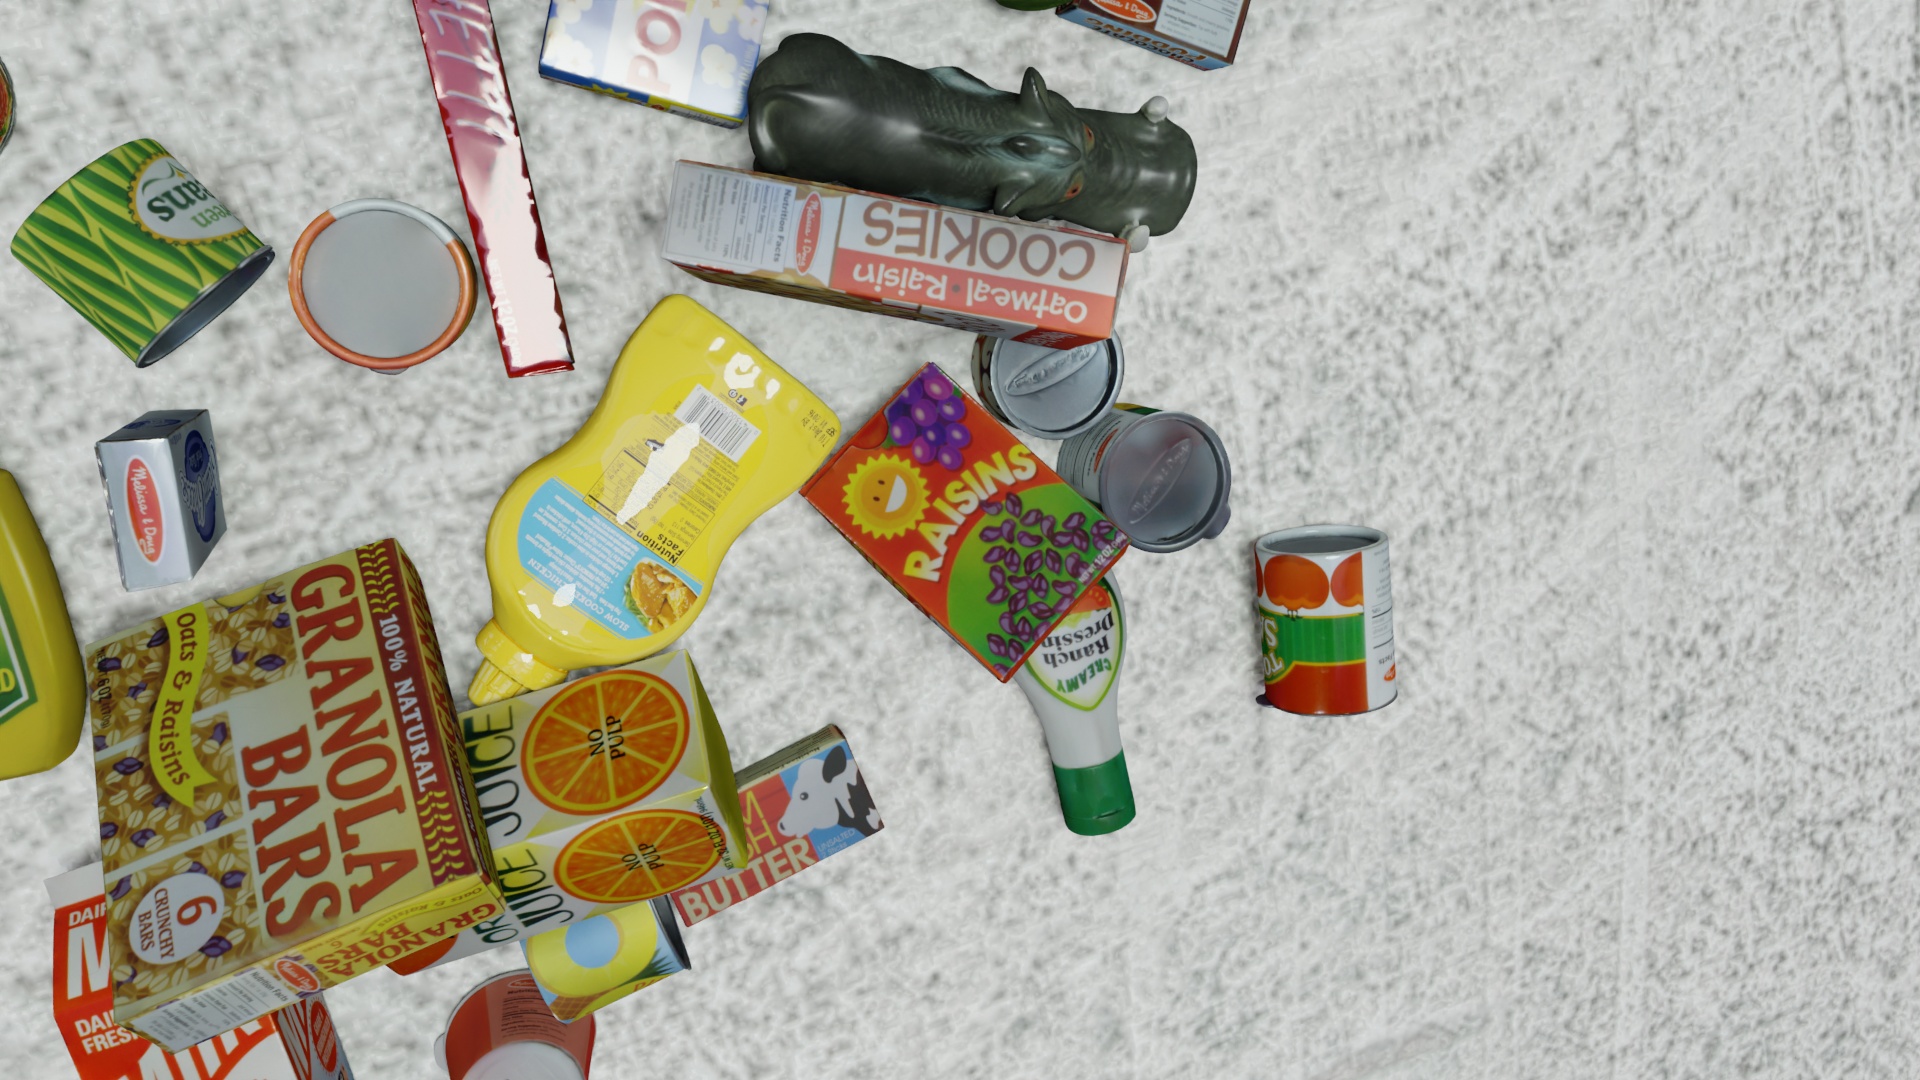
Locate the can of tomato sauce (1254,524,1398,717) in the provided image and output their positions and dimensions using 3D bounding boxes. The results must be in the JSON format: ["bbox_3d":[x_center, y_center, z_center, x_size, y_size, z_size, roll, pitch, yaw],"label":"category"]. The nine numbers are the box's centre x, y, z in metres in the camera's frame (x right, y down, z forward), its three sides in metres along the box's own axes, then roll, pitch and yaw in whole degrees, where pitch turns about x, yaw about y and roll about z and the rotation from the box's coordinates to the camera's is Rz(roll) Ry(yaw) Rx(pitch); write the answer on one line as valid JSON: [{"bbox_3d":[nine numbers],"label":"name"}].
[{"bbox_3d":[0.183,0.039,0.703,0.071,0.071,0.083,-10,102,-15],"label":"can of tomato sauce"}]

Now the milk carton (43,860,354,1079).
[{"bbox_3d":[-0.308,0.213,0.577,0.072,0.073,0.190,-17,104,-13],"label":"milk carton"}]

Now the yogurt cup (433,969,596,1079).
[{"bbox_3d":[-0.198,0.236,0.625,0.072,0.054,0.072,-3,101,-17],"label":"yogurt cup"}]

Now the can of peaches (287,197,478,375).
[{"bbox_3d":[-0.228,-0.100,0.553,0.071,0.058,0.071,-3,100,-17],"label":"can of peaches"}]

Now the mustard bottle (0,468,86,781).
[{"bbox_3d":[-0.384,0.013,0.530,0.065,0.049,0.159,-9,103,-17],"label":"mustard bottle"}]

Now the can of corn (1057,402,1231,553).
[{"bbox_3d":[0.088,-0.030,0.664,0.071,0.058,0.071,-3,101,-17],"label":"can of corn"}]

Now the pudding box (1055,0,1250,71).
[{"bbox_3d":[0.091,-0.254,0.639,0.084,0.030,0.049,13,97,-19],"label":"pudding box"}]

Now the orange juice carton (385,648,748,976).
[{"bbox_3d":[-0.193,0.118,0.577,0.193,0.073,0.071,-16,140,-6],"label":"orange juice carton"}]

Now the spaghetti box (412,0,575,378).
[{"bbox_3d":[-0.196,-0.189,0.552,0.029,0.050,0.249,-14,103,-15],"label":"spaghetti box"}]

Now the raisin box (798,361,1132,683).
[{"bbox_3d":[0.002,-0.008,0.624,0.123,0.040,0.086,43,86,9],"label":"raisin box"}]

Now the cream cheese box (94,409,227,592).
[{"bbox_3d":[-0.298,-0.018,0.522,0.024,0.104,0.053,-7,103,-20],"label":"cream cheese box"}]

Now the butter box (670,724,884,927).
[{"bbox_3d":[-0.093,0.134,0.655,0.104,0.024,0.053,-26,106,-12],"label":"butter box"}]

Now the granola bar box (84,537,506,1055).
[{"bbox_3d":[-0.256,0.088,0.529,0.124,0.166,0.038,-21,146,-12],"label":"granola bar box"}]

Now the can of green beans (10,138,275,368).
[{"bbox_3d":[-0.306,-0.108,0.523,0.071,0.071,0.057,-44,109,-5],"label":"can of green beans"}]

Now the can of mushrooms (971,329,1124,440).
[{"bbox_3d":[0.040,-0.084,0.652,0.071,0.033,0.071,-3,101,-16],"label":"can of mushrooms"}]

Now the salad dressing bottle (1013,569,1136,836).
[{"bbox_3d":[0.055,0.071,0.679,0.064,0.044,0.147,-16,104,-13],"label":"salad dressing bottle"}]

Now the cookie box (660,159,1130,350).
[{"bbox_3d":[-0.025,-0.112,0.560,0.167,0.123,0.040,10,96,-4],"label":"cookie box"}]

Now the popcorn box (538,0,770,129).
[{"bbox_3d":[-0.119,-0.243,0.571,0.085,0.038,0.126,11,96,-18],"label":"popcorn box"}]

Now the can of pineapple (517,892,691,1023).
[{"bbox_3d":[-0.160,0.174,0.619,0.058,0.071,0.071,-23,106,-11],"label":"can of pineapple"}]
